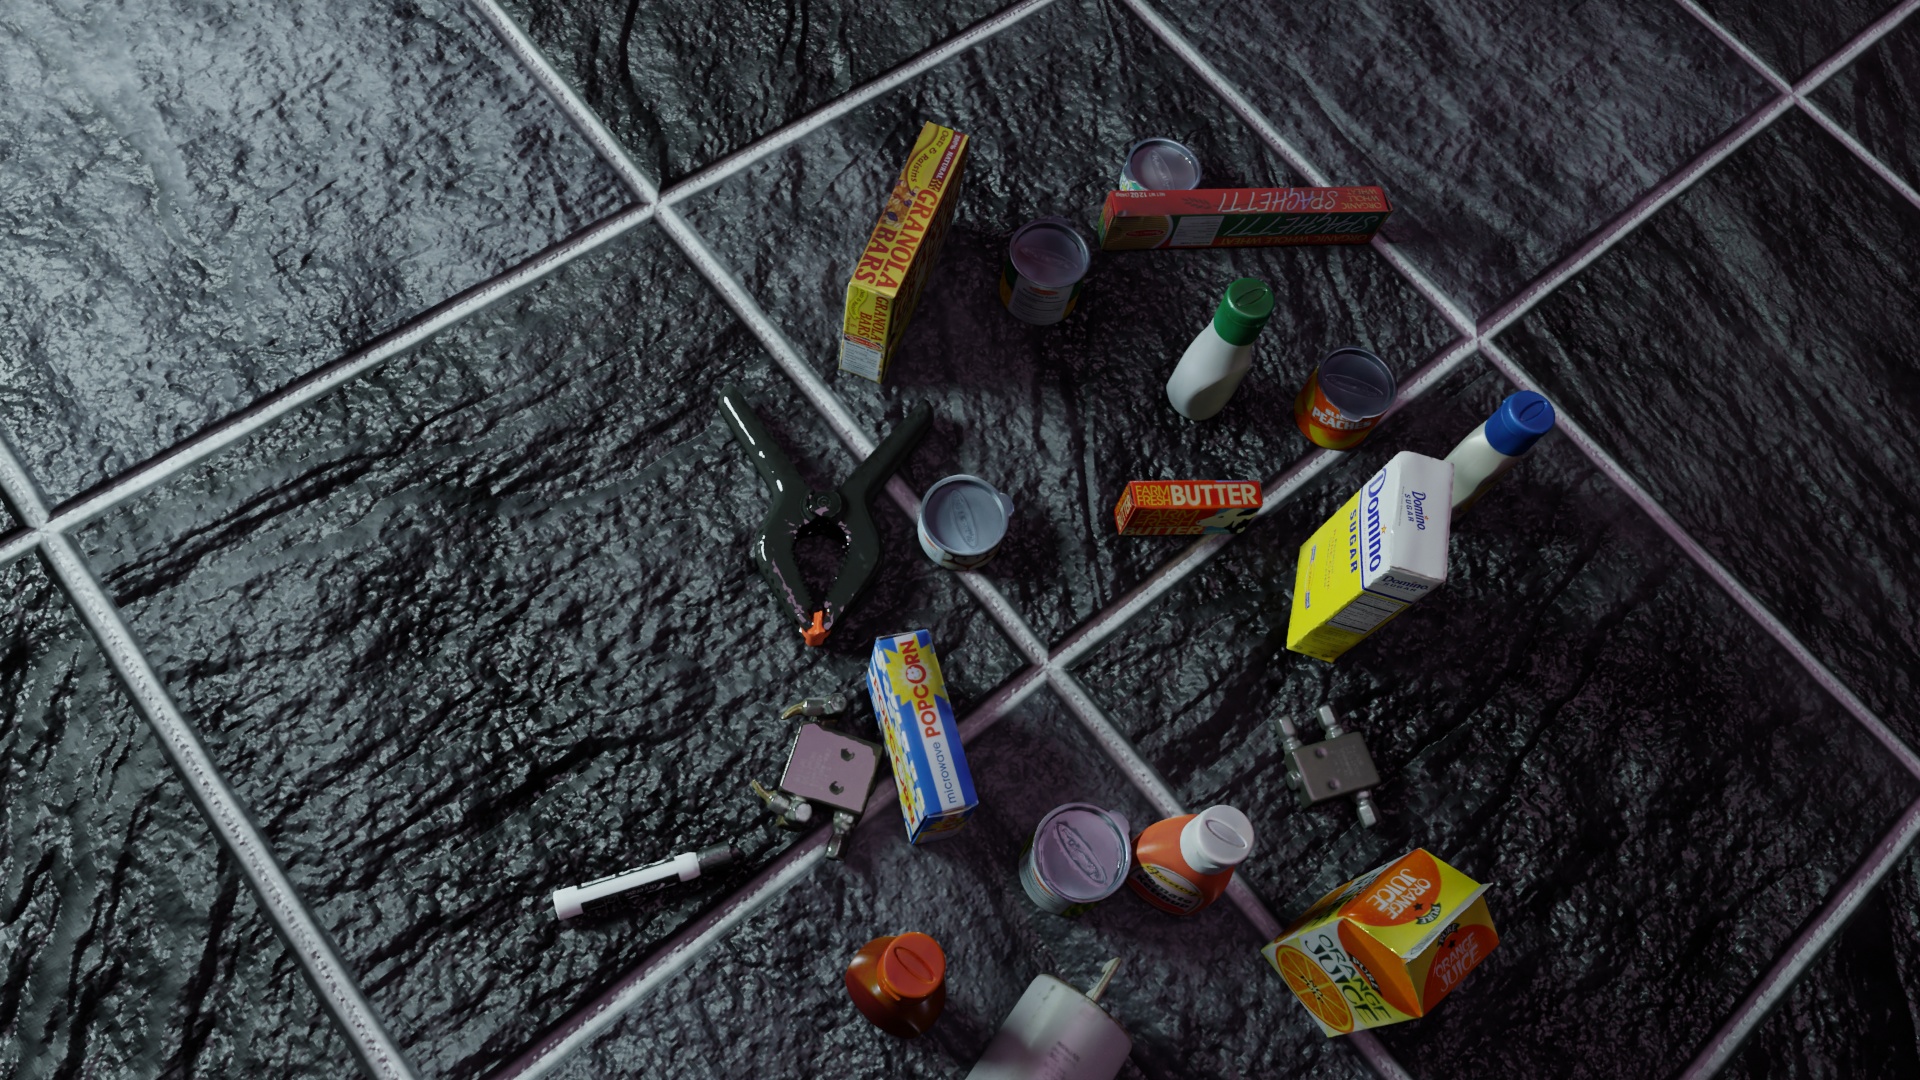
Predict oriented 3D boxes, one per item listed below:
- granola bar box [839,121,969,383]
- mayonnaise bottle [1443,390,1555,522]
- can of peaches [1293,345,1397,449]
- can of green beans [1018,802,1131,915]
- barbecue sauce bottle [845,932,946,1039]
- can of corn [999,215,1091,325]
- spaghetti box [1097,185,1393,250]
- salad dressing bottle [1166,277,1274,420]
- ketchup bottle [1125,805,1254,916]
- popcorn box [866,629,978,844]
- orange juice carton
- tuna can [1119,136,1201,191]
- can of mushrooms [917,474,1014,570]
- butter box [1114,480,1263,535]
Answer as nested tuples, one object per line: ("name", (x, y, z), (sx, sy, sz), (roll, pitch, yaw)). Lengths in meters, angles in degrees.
("granola bar box", (-0.044, -0.222, 1.081), (0.039, 0.123, 0.166), (21, 64, 1))
("mayonnaise bottle", (0.400, -0.063, 1.062), (0.065, 0.147, 0.041), (-32, 74, -20))
("can of peaches", (0.309, -0.112, 1.121), (0.071, 0.057, 0.071), (3, 65, -7))
("can of green beans", (0.076, 0.215, 0.935), (0.071, 0.057, 0.071), (3, 65, -7))
("barbecue sauce bottle", (-0.036, 0.268, 0.844), (0.065, 0.148, 0.044), (39, 66, 9))
("can of corn", (0.069, -0.220, 1.133), (0.071, 0.058, 0.071), (3, 65, -7))
("spaghetti box", (0.243, -0.276, 1.190), (0.250, 0.050, 0.029), (-4, 67, -10))
("salad dressing bottle", (0.201, -0.146, 1.070), (0.064, 0.147, 0.044), (-27, 73, -19))
("ketchup bottle", (0.150, 0.205, 0.901), (0.065, 0.148, 0.044), (31, 65, 6))
("popcorn box", (-0.028, 0.134, 0.941), (0.038, 0.085, 0.127), (-12, 68, -13))
("orange juice carton", (0.267, 0.253, 0.872), (0.072, 0.191, 0.073), (-33, 74, -20))
("tuna can", (0.171, -0.314, 1.206), (0.071, 0.032, 0.071), (3, 65, -7))
("can of mushrooms", (0.004, -0.013, 1.042), (0.071, 0.033, 0.071), (3, 65, -7))
("butter box", (0.174, -0.025, 1.063), (0.103, 0.053, 0.024), (-1, 66, -9))
